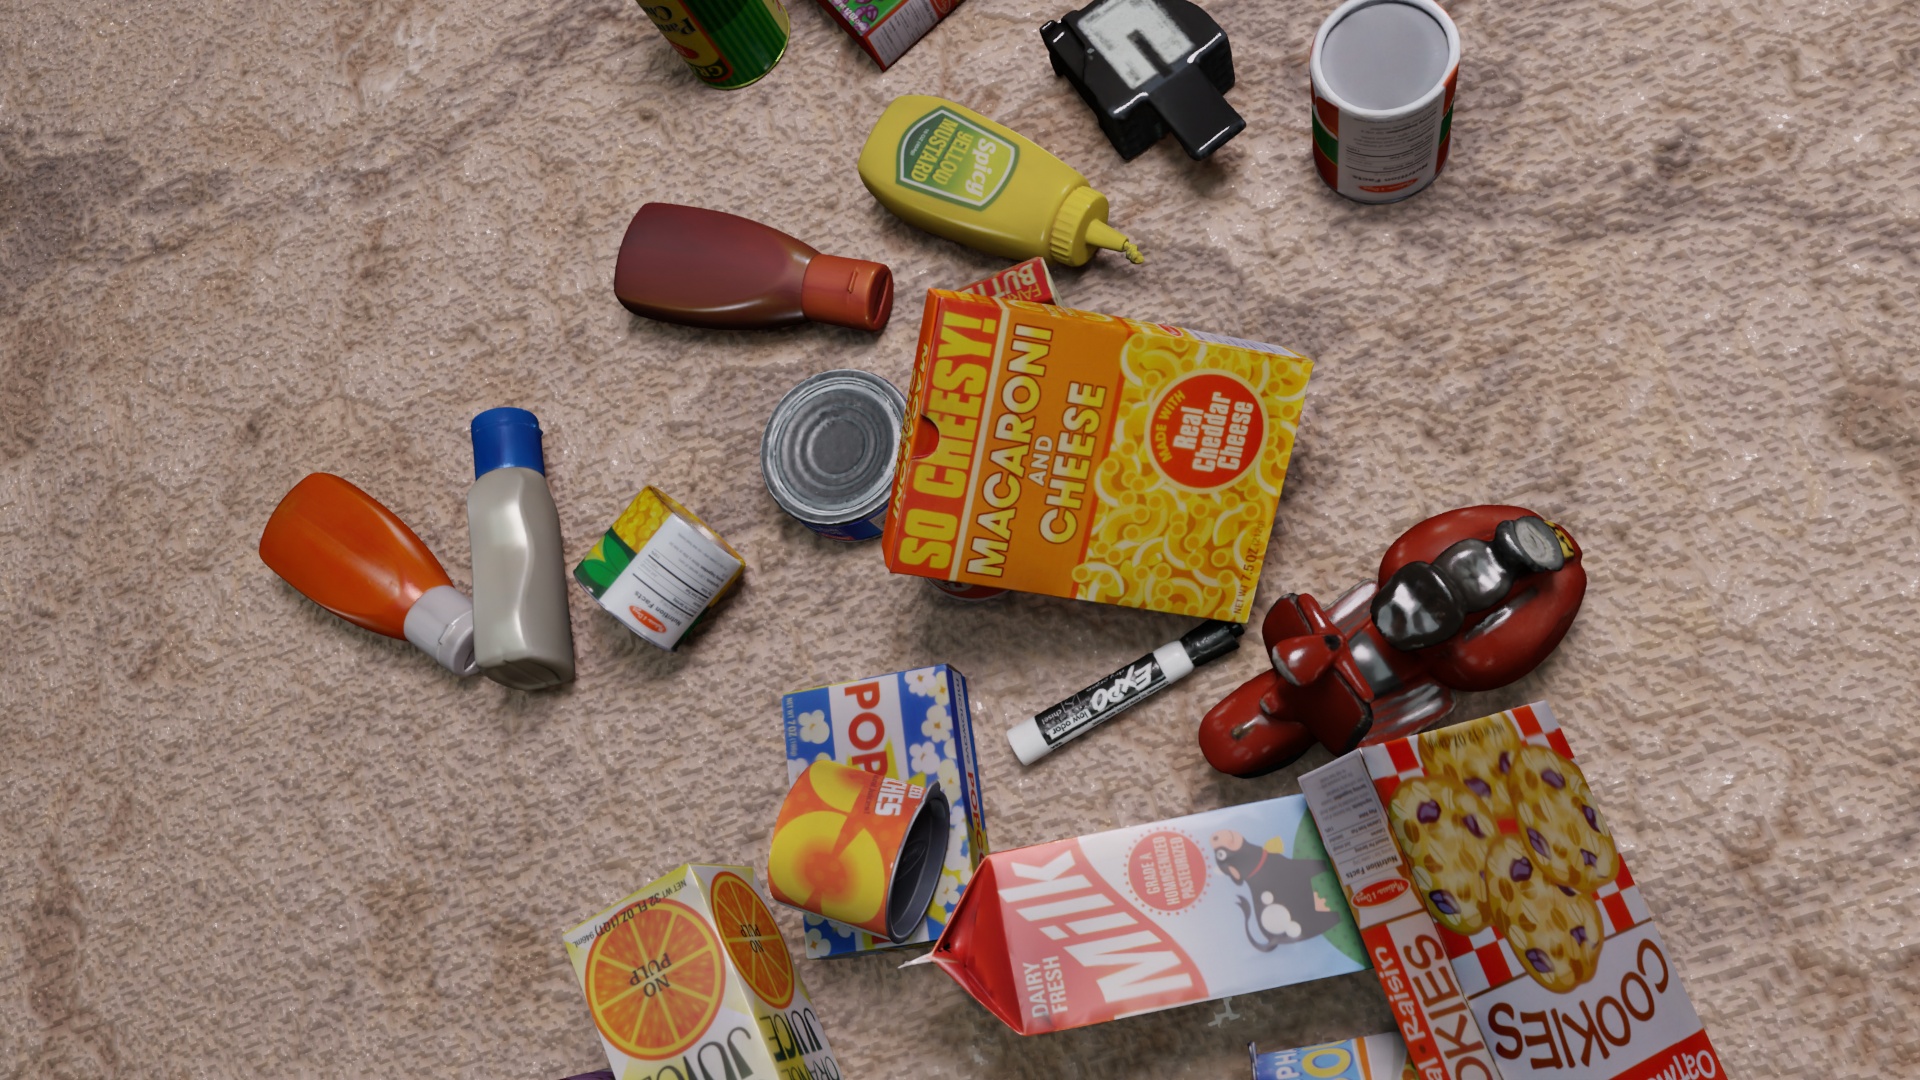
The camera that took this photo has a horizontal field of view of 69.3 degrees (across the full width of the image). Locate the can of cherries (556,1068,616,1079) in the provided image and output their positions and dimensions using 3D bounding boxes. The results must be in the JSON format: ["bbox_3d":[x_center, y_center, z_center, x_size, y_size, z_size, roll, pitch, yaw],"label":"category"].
[{"bbox_3d":[-0.180,0.284,0.645,0.071,0.058,0.071,-4,75,14],"label":"can of cherries"}]

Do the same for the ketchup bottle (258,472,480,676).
[{"bbox_3d":[-0.315,0.022,0.762,0.149,0.043,0.065,31,86,21],"label":"ketchup bottle"}]

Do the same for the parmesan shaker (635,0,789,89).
[{"bbox_3d":[-0.147,-0.309,0.771,0.071,0.103,0.071,-4,75,15],"label":"parmesan shaker"}]

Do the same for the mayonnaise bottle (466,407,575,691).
[{"bbox_3d":[-0.236,0.002,0.737,0.041,0.064,0.148,-14,68,4],"label":"mayonnaise bottle"}]

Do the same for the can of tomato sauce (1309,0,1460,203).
[{"bbox_3d":[0.199,-0.210,0.657,0.071,0.083,0.071,-4,75,15],"label":"can of tomato sauce"}]

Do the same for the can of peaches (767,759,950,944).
[{"bbox_3d":[-0.043,0.131,0.600,0.058,0.071,0.071,12,79,19],"label":"can of peaches"}]

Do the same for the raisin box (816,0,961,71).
[{"bbox_3d":[-0.027,-0.338,0.779,0.123,0.040,0.086,-41,68,3],"label":"raisin box"}]

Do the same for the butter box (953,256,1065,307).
[{"bbox_3d":[0.030,-0.093,0.663,0.053,0.103,0.024,-21,67,11],"label":"butter box"}]

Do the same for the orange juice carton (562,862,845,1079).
[{"bbox_3d":[-0.100,0.248,0.624,0.072,0.073,0.193,-30,70,6],"label":"orange juice carton"}]

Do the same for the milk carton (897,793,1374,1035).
[{"bbox_3d":[0.070,0.158,0.578,0.191,0.072,0.073,-10,73,-2],"label":"milk carton"}]

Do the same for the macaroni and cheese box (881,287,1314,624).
[{"bbox_3d":[0.058,-0.037,0.612,0.167,0.040,0.123,8,105,-9],"label":"macaroni and cheese box"}]

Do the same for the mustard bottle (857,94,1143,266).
[{"bbox_3d":[0.025,-0.178,0.716,0.160,0.048,0.065,27,86,21],"label":"mustard bottle"}]

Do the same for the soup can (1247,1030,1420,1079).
[{"bbox_3d":[0.165,0.231,0.557,0.084,0.071,0.071,-15,72,11],"label":"soup can"}]

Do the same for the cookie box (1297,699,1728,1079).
[{"bbox_3d":[0.215,0.155,0.540,0.040,0.123,0.168,-42,60,49],"label":"cookie box"}]

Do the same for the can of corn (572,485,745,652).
[{"bbox_3d":[-0.153,0.013,0.708,0.071,0.071,0.058,39,88,21],"label":"can of corn"}]

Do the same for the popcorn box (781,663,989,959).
[{"bbox_3d":[-0.034,0.128,0.656,0.085,0.038,0.127,-12,73,12],"label":"popcorn box"}]

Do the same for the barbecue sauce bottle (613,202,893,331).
[{"bbox_3d":[-0.110,-0.142,0.748,0.148,0.043,0.065,12,80,18],"label":"barbecue sauce bottle"}]

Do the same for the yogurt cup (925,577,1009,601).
[{"bbox_3d":[0.002,-0.008,0.675,0.072,0.054,0.072,-4,75,14],"label":"yogurt cup"}]
